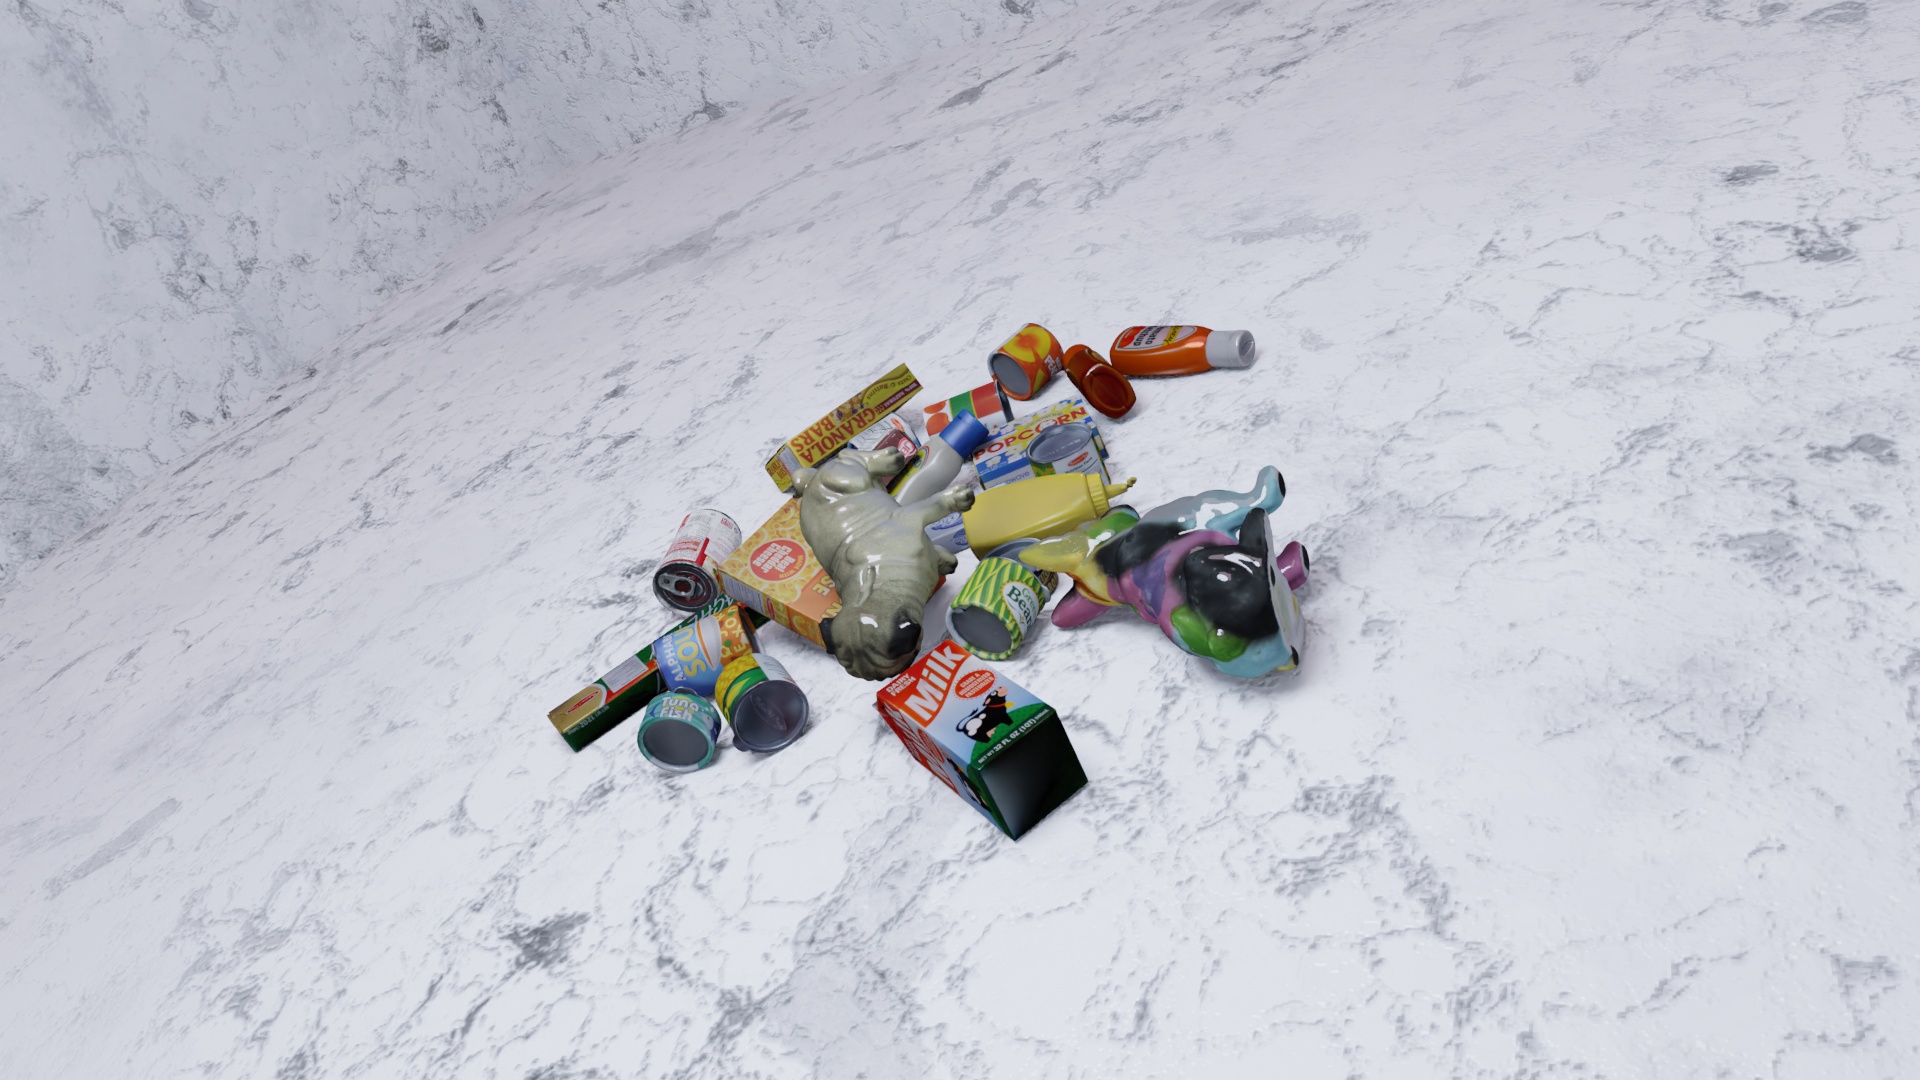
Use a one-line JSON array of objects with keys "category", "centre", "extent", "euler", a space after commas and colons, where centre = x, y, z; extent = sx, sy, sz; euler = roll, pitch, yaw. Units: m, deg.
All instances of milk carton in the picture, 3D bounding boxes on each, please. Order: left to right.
[{"category": "milk carton", "centre": [0.004, 0.136, 1.030], "extent": [0.072, 0.073, 0.191], "euler": [-35, 31, -17]}]

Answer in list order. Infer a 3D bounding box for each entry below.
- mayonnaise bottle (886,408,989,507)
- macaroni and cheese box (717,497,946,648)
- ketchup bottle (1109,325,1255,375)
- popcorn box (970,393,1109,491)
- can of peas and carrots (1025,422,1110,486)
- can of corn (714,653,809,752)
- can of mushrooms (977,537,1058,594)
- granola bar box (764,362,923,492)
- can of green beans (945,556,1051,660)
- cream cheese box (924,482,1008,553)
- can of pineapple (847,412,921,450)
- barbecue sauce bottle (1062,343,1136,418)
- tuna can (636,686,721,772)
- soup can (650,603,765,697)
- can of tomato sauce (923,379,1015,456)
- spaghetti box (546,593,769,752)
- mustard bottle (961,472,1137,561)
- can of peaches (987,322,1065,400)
[{"category": "mayonnaise bottle", "centre": [-0.035, -0.065, 1.371], "extent": [0.148, 0.041, 0.065], "euler": [-47, 25, 1]}, {"category": "macaroni and cheese box", "centre": [-0.115, 0.032, 1.259], "extent": [0.167, 0.040, 0.124], "euler": [26, 54, 25]}, {"category": "ketchup bottle", "centre": [0.229, -0.196, 1.429], "extent": [0.149, 0.043, 0.065], "euler": [6, 41, 41]}, {"category": "popcorn box", "centre": [0.075, -0.092, 1.379], "extent": [0.127, 0.038, 0.085], "euler": [-22, 28, 4]}, {"category": "can of peas and carrots", "centre": [0.101, -0.070, 1.305], "extent": [0.071, 0.058, 0.071], "euler": [-19, 29, 11]}, {"category": "can of corn", "centre": [-0.169, 0.137, 1.165], "extent": [0.071, 0.071, 0.058], "euler": [-32, 29, -12]}, {"category": "can of mushrooms", "centre": [0.051, 0.031, 1.206], "extent": [0.071, 0.033, 0.071], "euler": [-18, 29, 11]}, {"category": "granola bar box", "centre": [-0.131, -0.124, 1.532], "extent": [0.166, 0.039, 0.124], "euler": [-37, 4, -21]}, {"category": "can of green beans", "centre": [0.029, 0.057, 1.147], "extent": [0.071, 0.071, 0.058], "euler": [-1, 37, 35]}, {"category": "cream cheese box", "centre": [0.005, -0.017, 1.324], "extent": [0.104, 0.024, 0.053], "euler": [-22, 30, 4]}, {"category": "can of pineapple", "centre": [-0.078, -0.092, 1.467], "extent": [0.058, 0.070, 0.071], "euler": [-34, 31, -15]}, {"category": "barbecue sauce bottle", "centre": [0.137, -0.171, 1.442], "extent": [0.043, 0.065, 0.149], "euler": [-45, 19, 9]}, {"category": "tuna can", "centre": [-0.237, 0.160, 1.172], "extent": [0.071, 0.070, 0.033], "euler": [-16, 32, 15]}, {"category": "soup can", "centre": [-0.227, 0.102, 1.258], "extent": [0.084, 0.071, 0.071], "euler": [-25, 29, -1]}, {"category": "can of tomato sauce", "centre": [0.011, -0.124, 1.449], "extent": [0.083, 0.071, 0.071], "euler": [-20, 30, 10]}, {"category": "spaghetti box", "centre": [-0.273, 0.110, 1.321], "extent": [0.251, 0.028, 0.050], "euler": [-35, 31, -18]}, {"category": "mustard bottle", "centre": [0.083, -0.028, 1.254], "extent": [0.160, 0.048, 0.065], "euler": [-16, 58, 9]}, {"category": "can of peaches", "centre": [0.073, -0.194, 1.519], "extent": [0.071, 0.071, 0.058], "euler": [13, 46, 47]}]
